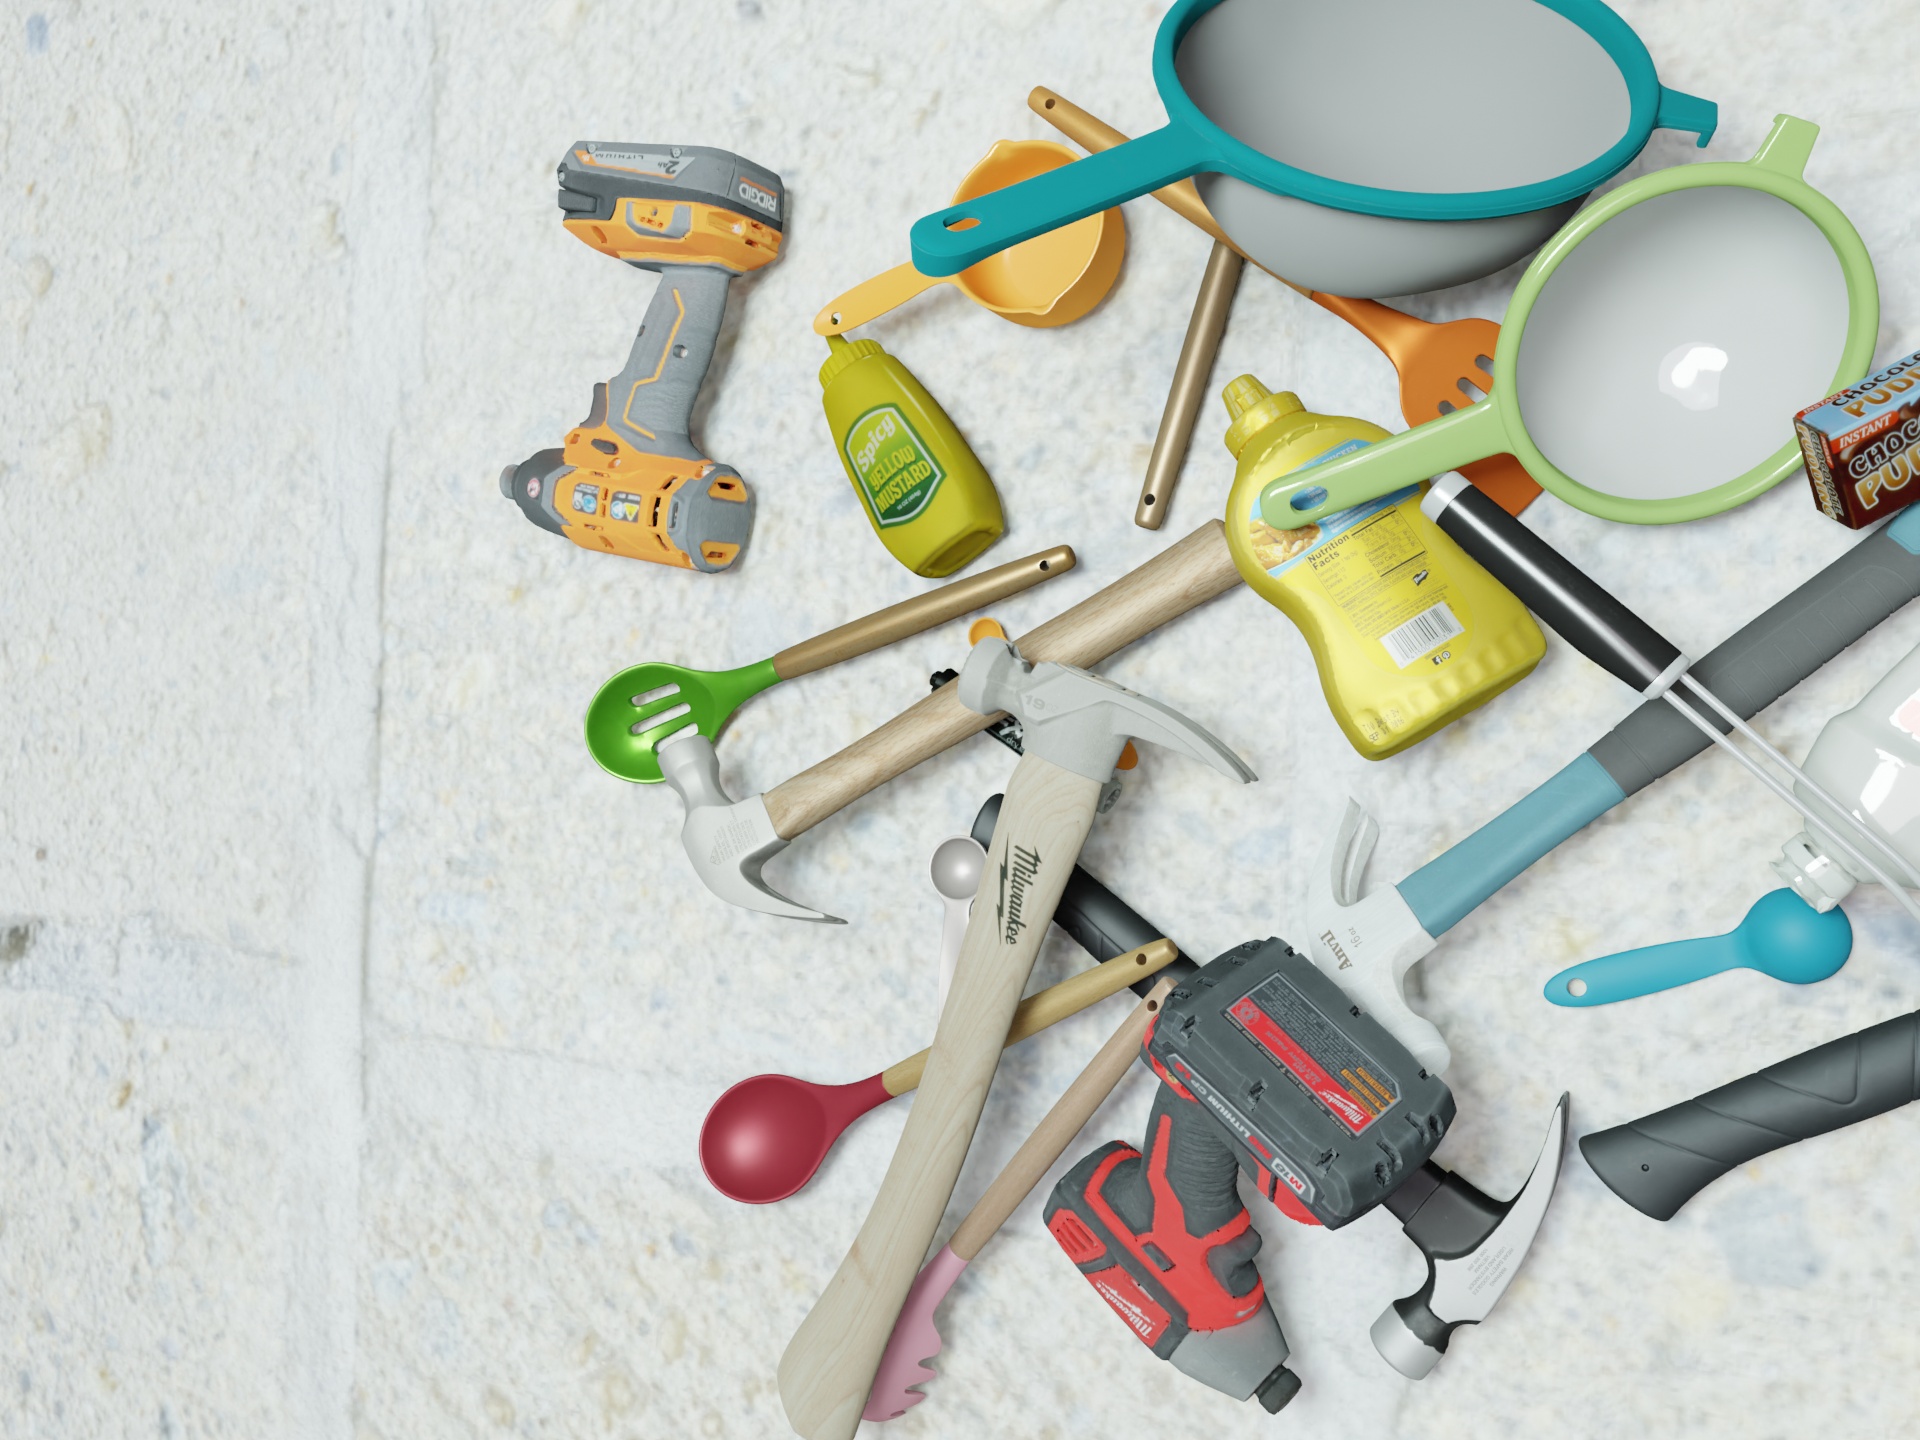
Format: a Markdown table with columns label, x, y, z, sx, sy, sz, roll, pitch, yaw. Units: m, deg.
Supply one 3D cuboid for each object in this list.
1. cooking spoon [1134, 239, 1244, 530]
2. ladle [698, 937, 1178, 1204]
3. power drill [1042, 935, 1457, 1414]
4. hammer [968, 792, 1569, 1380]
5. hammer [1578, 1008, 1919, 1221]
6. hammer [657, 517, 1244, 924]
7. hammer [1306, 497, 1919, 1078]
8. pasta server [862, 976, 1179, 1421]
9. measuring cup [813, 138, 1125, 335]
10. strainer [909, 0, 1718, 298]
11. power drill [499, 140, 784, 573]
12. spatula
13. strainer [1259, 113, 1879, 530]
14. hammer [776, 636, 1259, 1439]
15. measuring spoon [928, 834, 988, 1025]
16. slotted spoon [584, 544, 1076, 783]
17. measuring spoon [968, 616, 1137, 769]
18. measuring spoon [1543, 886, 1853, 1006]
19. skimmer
| label | x | y | z | sx | sy | sz | roll | pitch | yaw |
| --- | --- | --- | --- | --- | --- | --- | --- | --- | --- |
| cooking spoon | 0.139 | -0.250 | 0.793 | 0.069 | 0.017 | 0.319 | 18 | 96 | 24 |
| ladle | -0.018 | 0.179 | 0.829 | 0.315 | 0.031 | 0.069 | -31 | 69 | 28 |
| power drill | 0.121 | 0.213 | 0.707 | 0.143 | 0.078 | 0.219 | 44 | 139 | 26 |
| hammer | 0.133 | 0.147 | 0.774 | 0.335 | 0.035 | 0.146 | 40 | 105 | 21 |
| hammer | 0.443 | 0.102 | 0.629 | 0.409 | 0.036 | 0.149 | -31 | 75 | 22 |
| hammer | -0.001 | -0.003 | 0.819 | 0.331 | 0.031 | 0.130 | -30 | 70 | 13 |
| hammer | 0.290 | 0.016 | 0.683 | 0.331 | 0.033 | 0.128 | -39 | 41 | 12 |
| pasta server | 0.019 | 0.249 | 0.811 | 0.060 | 0.040 | 0.316 | 42 | 109 | 21 |
| measuring cup | 0.005 | -0.235 | 0.838 | 0.173 | 0.052 | 0.095 | -19 | 81 | 26 |
| strainer | 0.132 | -0.227 | 0.688 | 0.340 | 0.095 | 0.211 | -25 | 56 | -16 |
| power drill | -0.190 | -0.208 | 0.915 | 0.164 | 0.084 | 0.226 | 12 | 97 | 26 |
| spatula | 0.156 | -0.218 | 0.766 | 0.323 | 0.041 | 0.081 | 41 | 102 | 19 |
| strainer | 0.252 | -0.147 | 0.693 | 0.256 | 0.069 | 0.151 | -20 | 116 | 17 |
| hammer | 0.007 | 0.175 | 0.773 | 0.146 | 0.038 | 0.410 | 23 | 100 | 21 |
| measuring spoon | 0.001 | 0.120 | 0.808 | 0.034 | 0.018 | 0.124 | -1 | 86 | 26 |
| slotted spoon | -0.077 | -0.036 | 0.878 | 0.314 | 0.031 | 0.070 | -20 | 97 | 24 |
| measuring spoon | 0.049 | -0.014 | 0.834 | 0.117 | 0.011 | 0.021 | 42 | 102 | 17 |
| measuring spoon | 0.319 | 0.105 | 0.693 | 0.128 | 0.021 | 0.042 | -19 | 80 | 22 |
| skimmer | 0.324 | 0.011 | 0.592 | 0.127 | 0.090 | 0.363 | -39 | 71 | -17 |
